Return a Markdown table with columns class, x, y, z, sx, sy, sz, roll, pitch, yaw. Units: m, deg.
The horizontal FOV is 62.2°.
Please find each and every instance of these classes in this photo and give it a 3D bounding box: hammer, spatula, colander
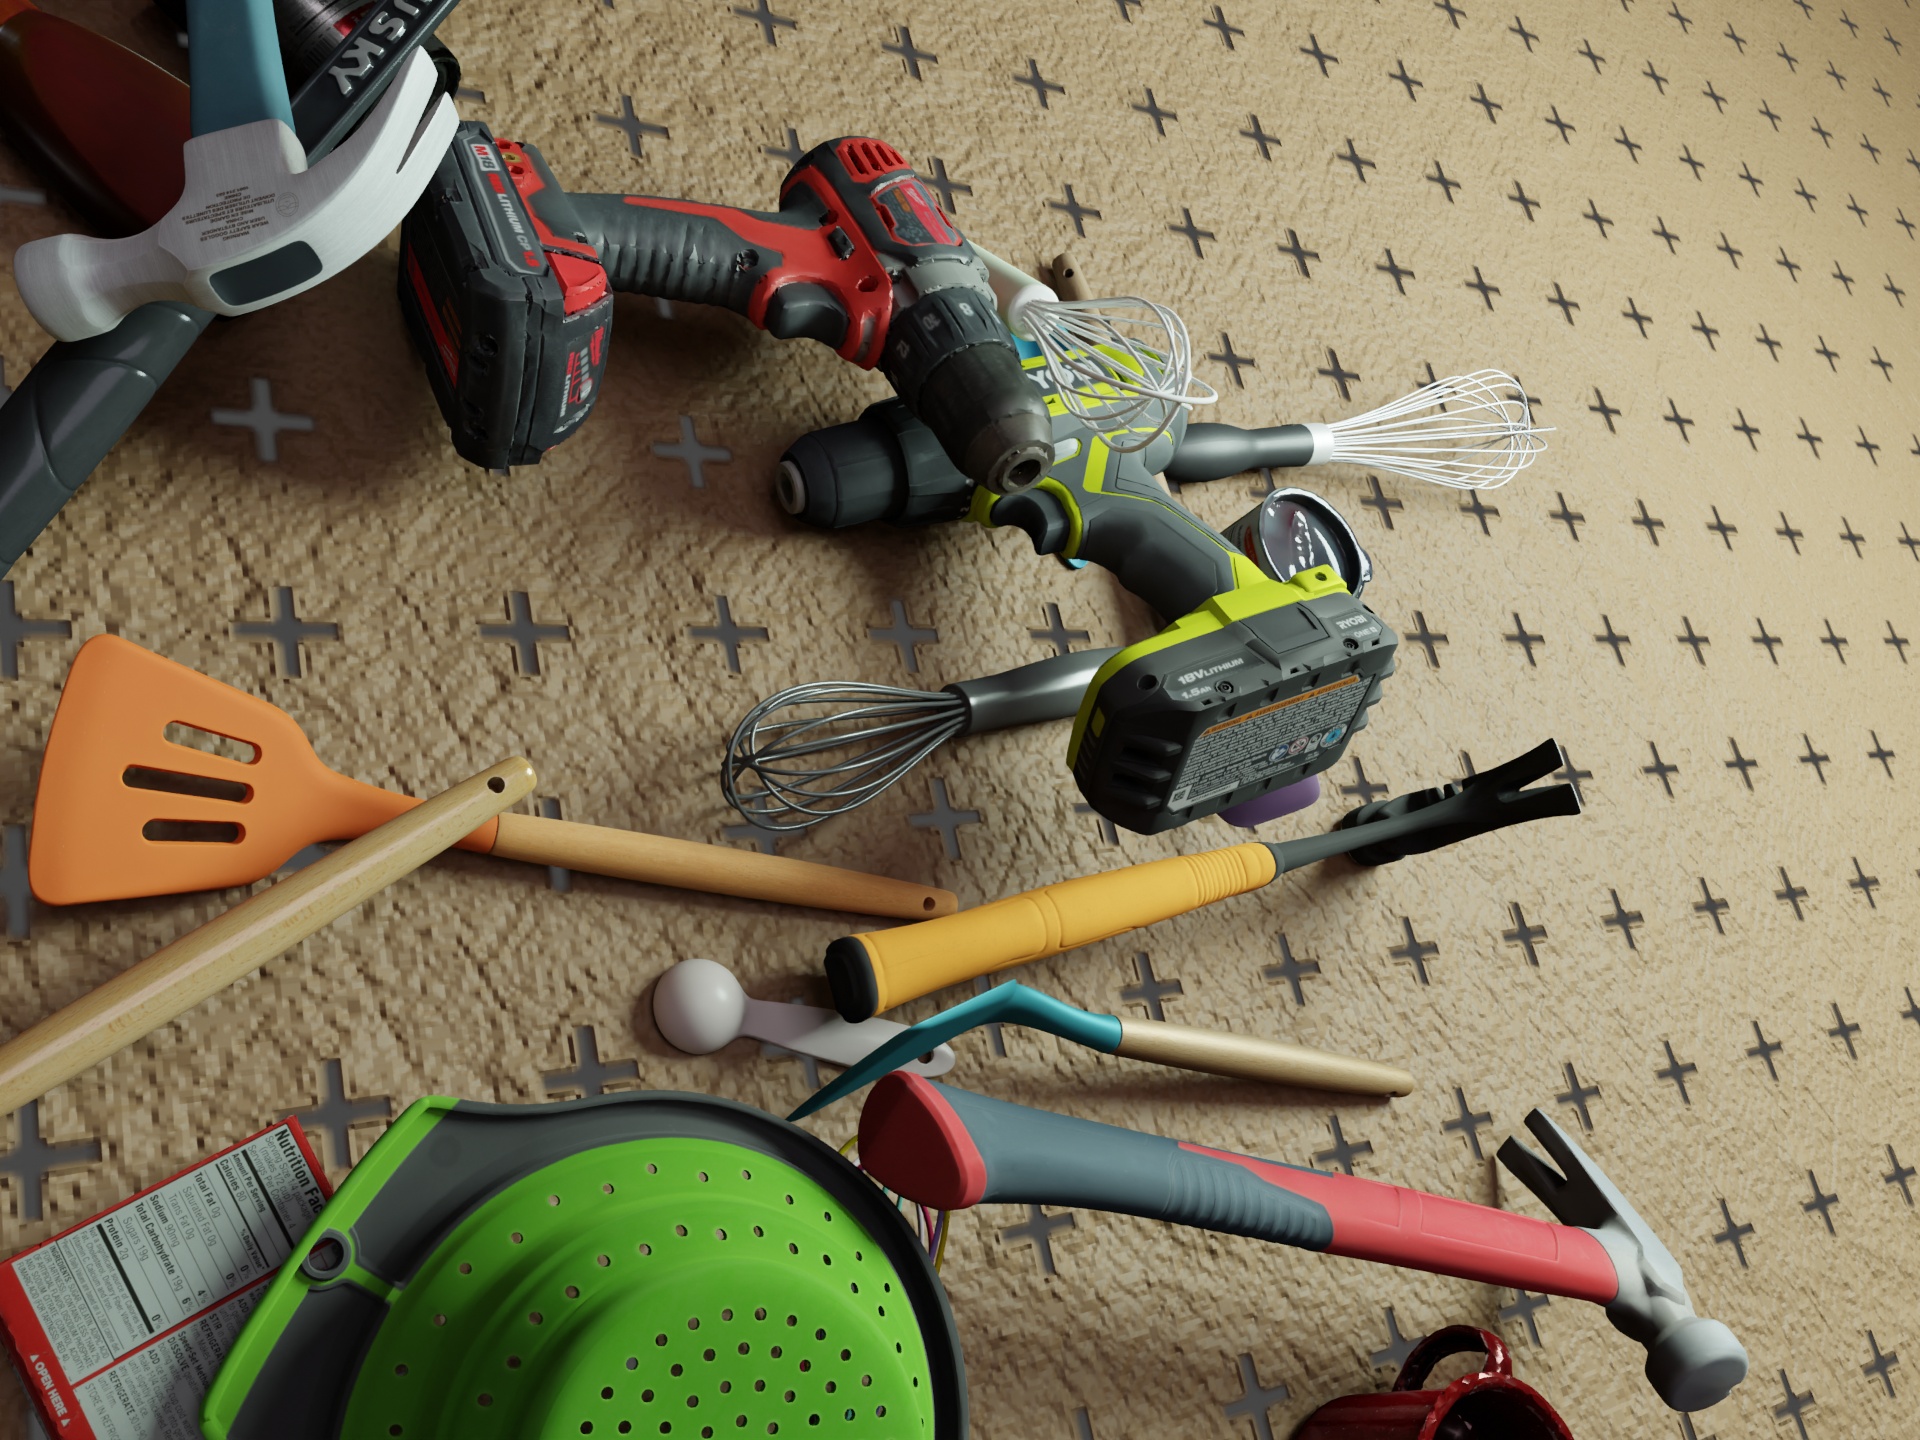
| class | x | y | z | sx | sy | sz | roll | pitch | yaw |
| --- | --- | --- | --- | --- | --- | --- | --- | --- | --- |
| hammer | -0.223 | -0.178 | 0.524 | 0.149 | 0.036 | 0.409 | 27 | 73 | 10 |
| spatula | 0.094 | -0.096 | 0.764 | 0.060 | 0.018 | 0.316 | -19 | 69 | 6 |
| spatula | 0.080 | 0.139 | 0.635 | 0.317 | 0.082 | 0.044 | 16 | 47 | -34 |
| hammer | 0.101 | 0.065 | 0.652 | 0.336 | 0.127 | 0.034 | -11 | 80 | -31 |
| hammer | 0.131 | 0.175 | 0.606 | 0.386 | 0.038 | 0.143 | 19 | 23 | -27 |
| colander | -0.012 | 0.252 | 0.451 | 0.397 | 0.094 | 0.205 | 37 | 62 | -13 |
| spatula | -0.136 | 0.044 | 0.551 | 0.322 | 0.041 | 0.081 | 13 | 82 | -29 |
| hammer | -0.247 | -0.278 | 0.524 | 0.128 | 0.033 | 0.331 | -14 | 70 | -2 |

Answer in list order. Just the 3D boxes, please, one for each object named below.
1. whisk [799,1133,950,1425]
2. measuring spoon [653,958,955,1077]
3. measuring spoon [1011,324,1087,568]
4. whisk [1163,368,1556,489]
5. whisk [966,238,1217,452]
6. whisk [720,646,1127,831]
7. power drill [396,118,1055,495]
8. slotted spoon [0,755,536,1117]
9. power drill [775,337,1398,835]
| class | x | y | z | sx | sy | sz | roll | pitch | yaw |
| --- | --- | --- | --- | --- | --- | --- | --- | --- | --- |
| whisk | -0.047 | 0.252 | 0.517 | 0.047 | 0.051 | 0.245 | 14 | 63 | -3 |
| measuring spoon | -0.053 | 0.113 | 0.587 | 0.124 | 0.018 | 0.034 | 18 | 60 | -26 |
| measuring spoon | 0.042 | -0.133 | 0.768 | 0.042 | 0.021 | 0.129 | -6 | 81 | -25 |
| whisk | 0.212 | -0.151 | 0.861 | 0.284 | 0.070 | 0.070 | -9 | 74 | -30 |
| whisk | 0.036 | -0.172 | 0.679 | 0.059 | 0.057 | 0.247 | 3 | 26 | -25 |
| whisk | 0.000 | -0.001 | 0.659 | 0.239 | 0.055 | 0.055 | -14 | 77 | -41 |
| power drill | -0.083 | -0.153 | 0.613 | 0.226 | 0.080 | 0.188 | -10 | 56 | -30 |
| slotted spoon | -0.251 | 0.094 | 0.443 | 0.314 | 0.031 | 0.070 | -35 | 90 | -32 |
| power drill | 0.049 | -0.067 | 0.658 | 0.190 | 0.080 | 0.229 | -18 | 54 | -26 |
